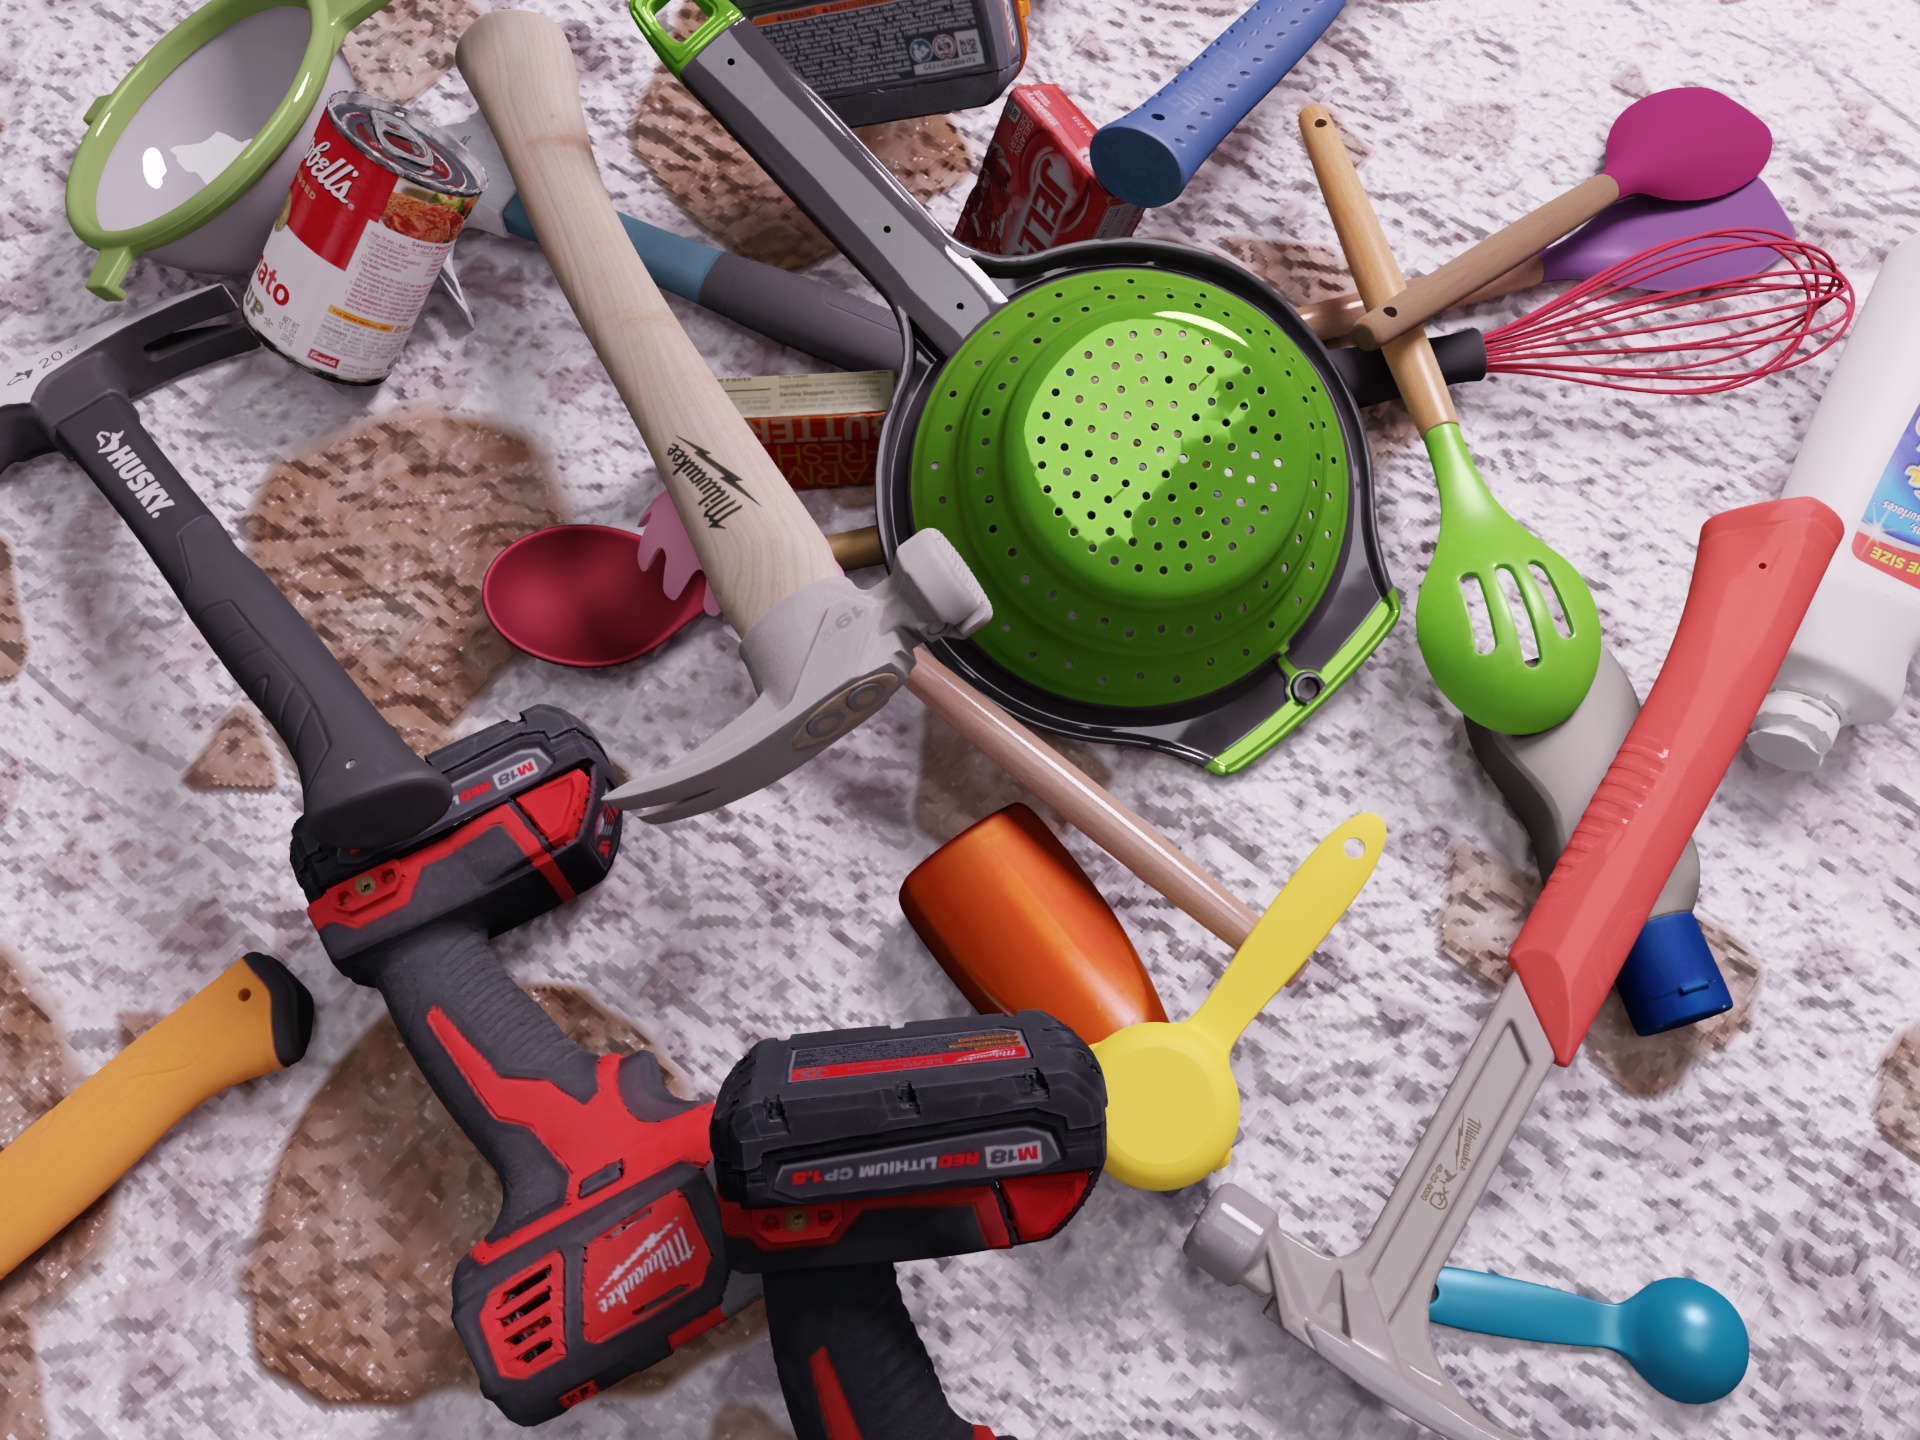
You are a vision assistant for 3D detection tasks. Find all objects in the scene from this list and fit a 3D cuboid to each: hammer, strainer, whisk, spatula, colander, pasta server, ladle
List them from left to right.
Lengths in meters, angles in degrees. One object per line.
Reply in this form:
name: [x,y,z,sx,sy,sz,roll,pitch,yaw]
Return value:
hammer: [-0.372,0.199,0.543,0.127,0.034,0.337,43,72,14]
hammer: [-0.286,-0.063,0.611,0.146,0.035,0.335,-39,56,-17]
strainer: [-0.276,-0.280,0.707,0.256,0.069,0.152,-31,54,9]
hammer: [-0.138,-0.150,0.634,0.146,0.038,0.411,-35,60,8]
hammer: [-0.099,-0.196,0.720,0.331,0.033,0.128,23,67,9]
ladle: [-0.040,-0.075,0.673,0.315,0.031,0.069,-12,67,-8]
pasta server: [-0.001,-0.002,0.605,0.316,0.040,0.060,38,60,13]
colander: [0.013,-0.153,0.605,0.204,0.094,0.397,-43,90,-3]
hammer: [0.181,-0.349,0.744,0.144,0.035,0.406,32,56,10]
spatula: [0.244,-0.202,0.737,0.316,0.018,0.060,-15,69,-8]
whisk: [0.248,-0.165,0.703,0.296,0.073,0.073,-10,67,1]
hammer: [0.232,0.077,0.568,0.149,0.036,0.359,30,80,18]

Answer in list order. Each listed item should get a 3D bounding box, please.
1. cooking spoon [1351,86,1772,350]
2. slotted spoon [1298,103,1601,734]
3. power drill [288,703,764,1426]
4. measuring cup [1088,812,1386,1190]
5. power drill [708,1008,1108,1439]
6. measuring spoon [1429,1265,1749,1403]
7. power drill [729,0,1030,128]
cooking spoon: [0.276,-0.230,0.714,0.319,0.017,0.069,-34,69,-29]
slotted spoon: [0.190,-0.140,0.664,0.070,0.031,0.314,-12,65,1]
power drill: [-0.135,0.114,0.564,0.143,0.078,0.220,-26,72,-12]
measuring cup: [0.097,0.092,0.542,0.062,0.029,0.156,37,85,13]
power drill: [0.016,0.210,0.489,0.188,0.080,0.226,-5,94,-3]
measuring spoon: [0.214,0.208,0.556,0.128,0.021,0.042,10,67,2]
power drill: [-0.030,-0.353,0.732,0.164,0.084,0.227,-2,42,19]
